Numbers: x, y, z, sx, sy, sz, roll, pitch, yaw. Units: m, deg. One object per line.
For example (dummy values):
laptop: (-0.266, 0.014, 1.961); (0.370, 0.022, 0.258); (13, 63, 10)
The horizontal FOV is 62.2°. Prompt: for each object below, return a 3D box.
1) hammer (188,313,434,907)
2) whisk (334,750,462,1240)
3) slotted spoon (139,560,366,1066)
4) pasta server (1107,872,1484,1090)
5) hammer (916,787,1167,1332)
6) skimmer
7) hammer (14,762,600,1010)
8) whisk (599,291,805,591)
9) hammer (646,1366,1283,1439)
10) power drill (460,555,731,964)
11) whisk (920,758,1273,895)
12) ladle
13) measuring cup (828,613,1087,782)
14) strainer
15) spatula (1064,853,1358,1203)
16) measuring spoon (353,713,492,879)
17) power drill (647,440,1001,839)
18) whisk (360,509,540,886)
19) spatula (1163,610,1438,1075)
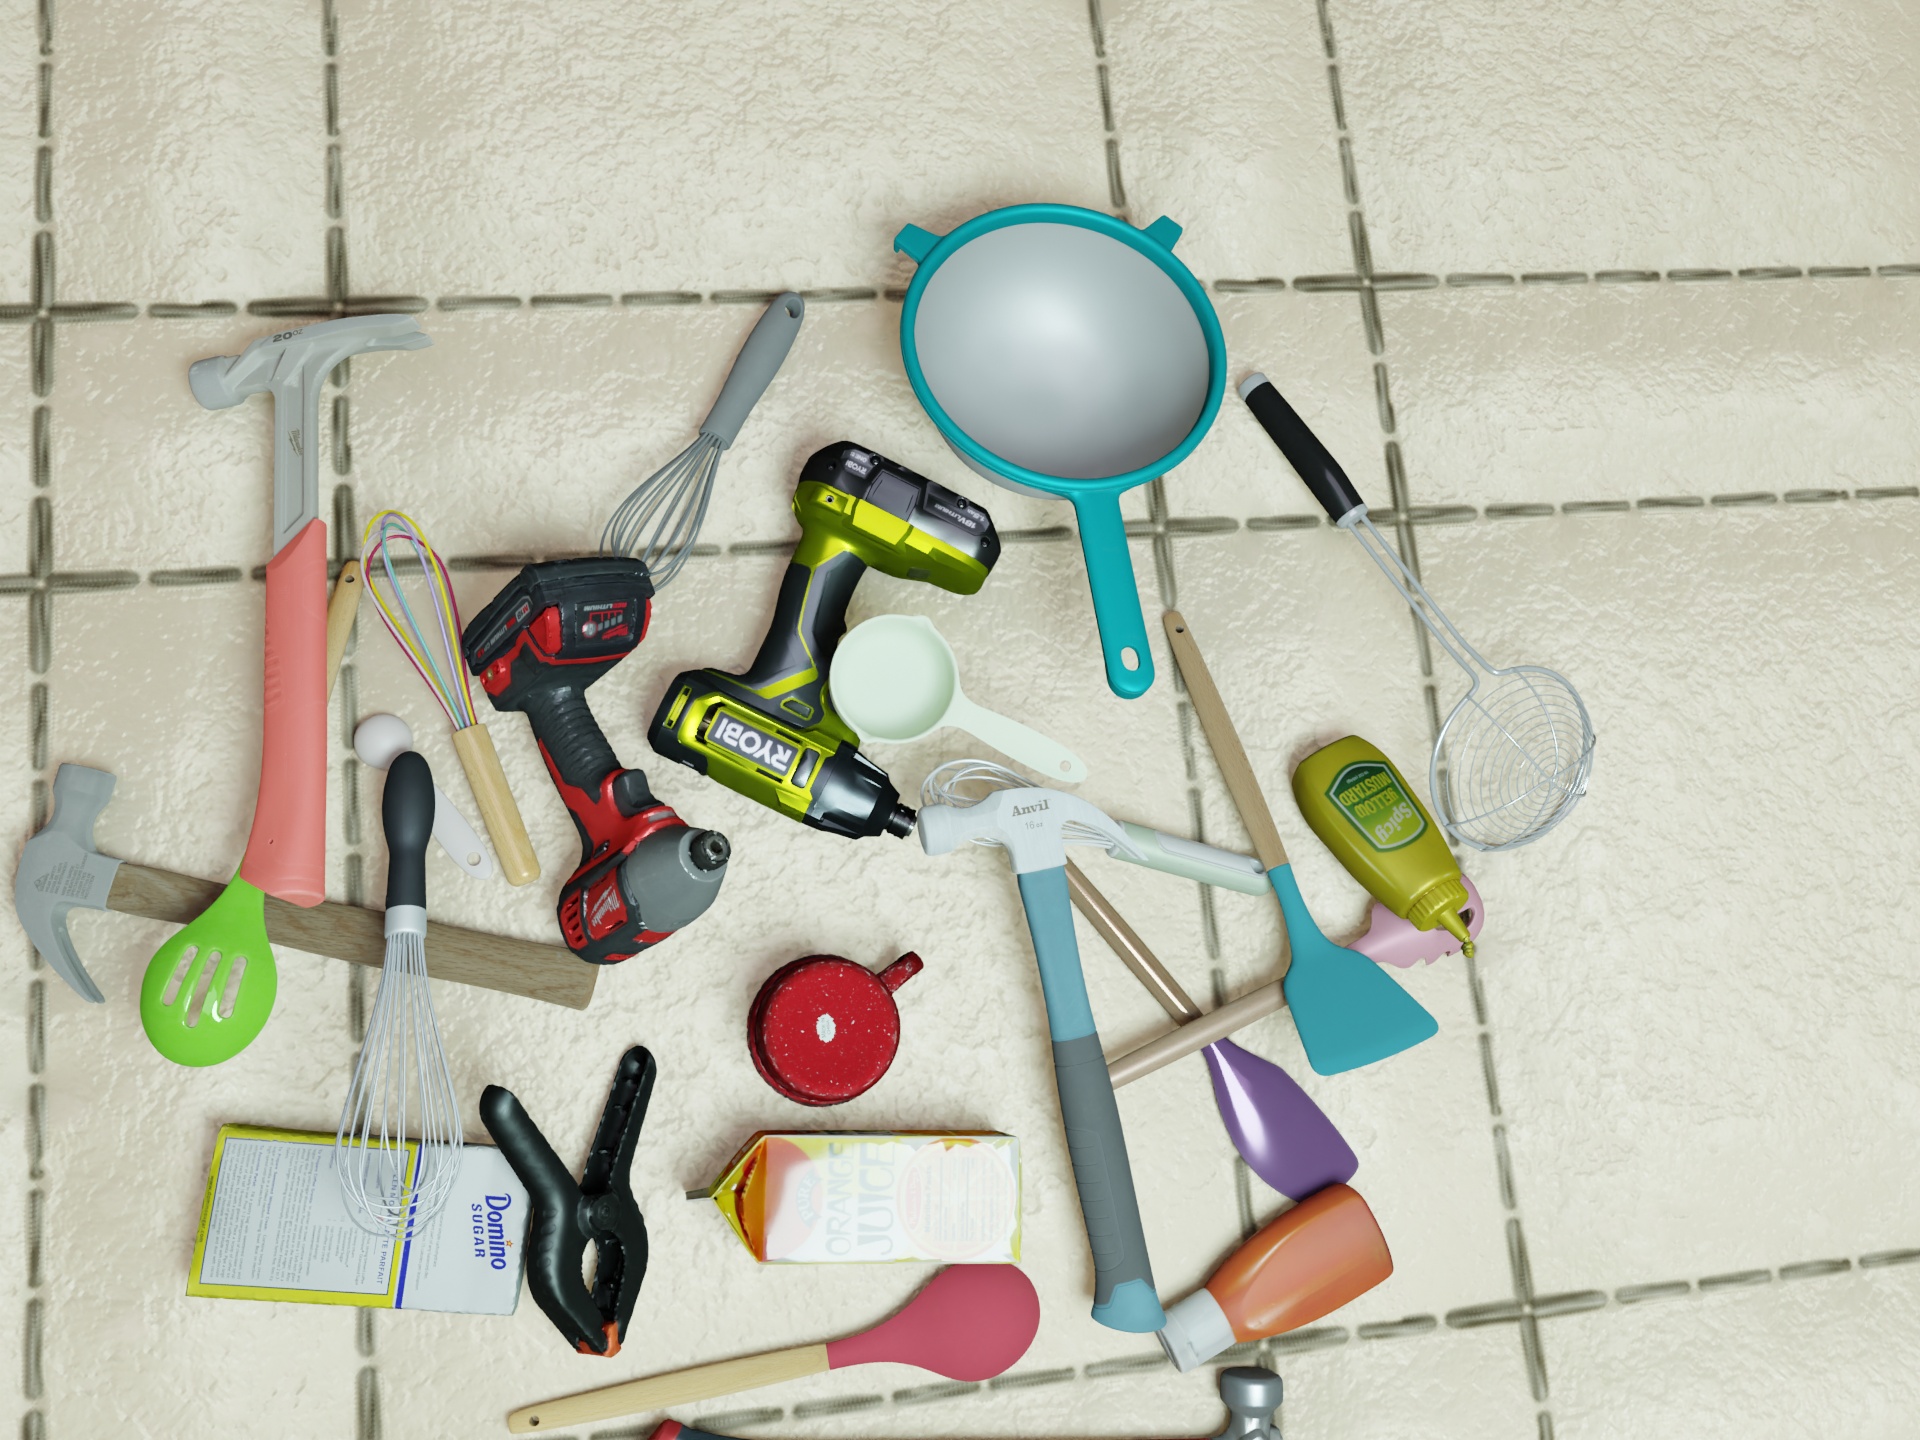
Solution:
hammer: (-0.379, -0.070, 0.930); (0.149, 0.036, 0.359); (-10, 71, 6)
whisk: (-0.312, 0.144, 0.890); (0.070, 0.070, 0.285); (-4, 63, -10)
slotted spoon: (-0.399, 0.044, 0.926); (0.070, 0.031, 0.314); (13, 65, -9)
pasta server: (0.205, 0.171, 1.009); (0.316, 0.040, 0.060); (-23, 83, -14)
hammer: (0.069, 0.200, 0.943); (0.128, 0.033, 0.331); (-12, 90, -10)
skimmer: (0.296, -0.079, 1.085); (0.127, 0.090, 0.363); (-31, 75, -10)
hammer: (-0.380, 0.124, 0.936); (0.331, 0.031, 0.130); (13, 77, -6)
whisk: (-0.161, -0.184, 1.028); (0.055, 0.055, 0.239); (27, 71, -3)
hammer: (0.001, 0.455, 0.925); (0.386, 0.038, 0.143); (3, 80, -8)
power drill: (-0.204, 0.022, 0.925); (0.078, 0.143, 0.220); (-10, 75, -45)
whisk: (0.090, 0.071, 1.000); (0.246, 0.059, 0.058); (16, 36, -17)
ladle: (-0.104, 0.377, 0.932); (0.315, 0.031, 0.069); (-9, 79, -9)
measuring cup: (-0.002, -0.003, 0.952); (0.167, 0.038, 0.083); (27, 82, -9)
strainer: (0.070, -0.164, 1.020); (0.211, 0.095, 0.341); (-6, 72, -12)
spatula: (0.135, 0.180, 1.012); (0.060, 0.018, 0.316); (-39, 88, -14)
measuring spoon: (-0.325, 0.047, 0.967); (0.034, 0.018, 0.124); (-38, 87, -14)
power drill: (-0.071, -0.045, 0.999); (0.171, 0.080, 0.223); (26, 80, -3)
whisk: (-0.311, -0.013, 0.973); (0.047, 0.051, 0.245); (-22, 88, -4)
spatula: (0.195, 0.066, 1.009); (0.082, 0.044, 0.318); (-19, 72, -8)
